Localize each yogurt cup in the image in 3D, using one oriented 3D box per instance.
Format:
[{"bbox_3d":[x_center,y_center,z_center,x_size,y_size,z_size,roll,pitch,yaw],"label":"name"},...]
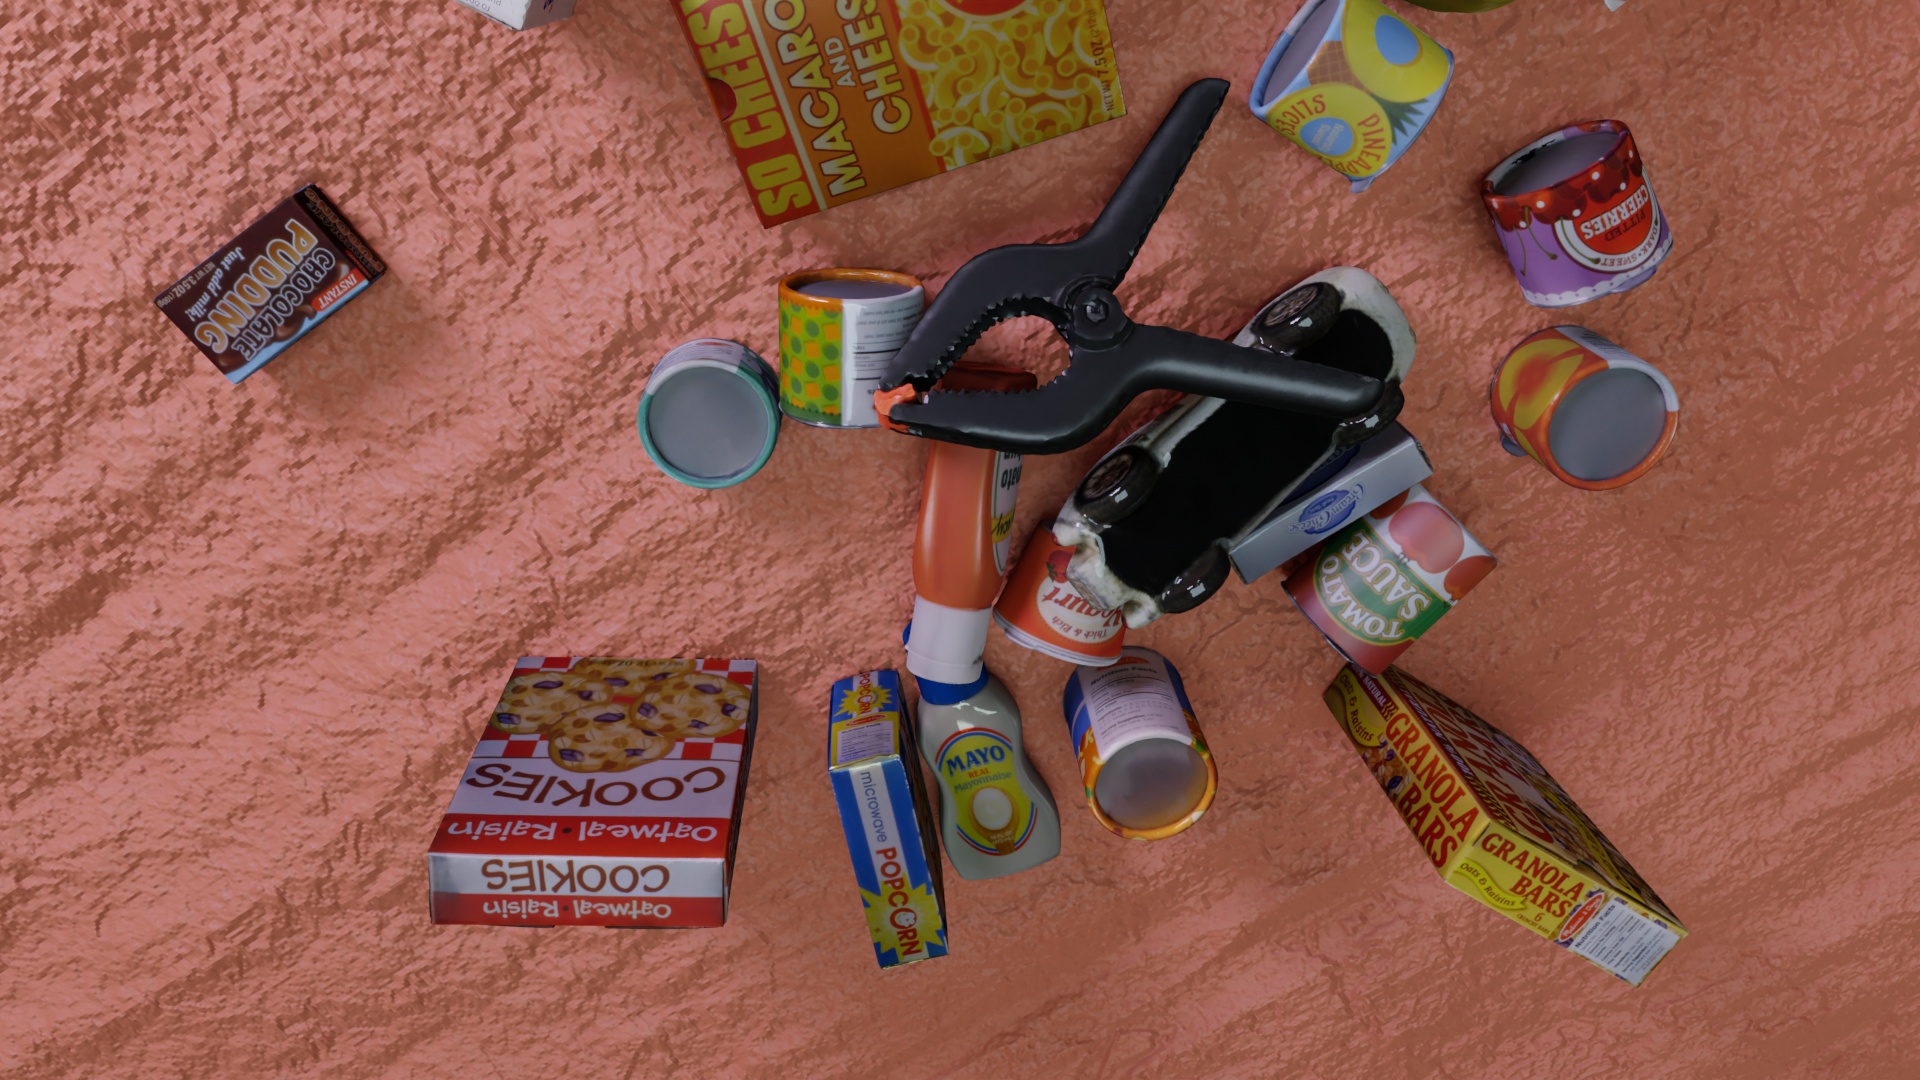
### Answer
[{"bbox_3d":[0.056,0.024,0.686,0.072,0.072,0.053,17,104,-11],"label":"yogurt cup"}]

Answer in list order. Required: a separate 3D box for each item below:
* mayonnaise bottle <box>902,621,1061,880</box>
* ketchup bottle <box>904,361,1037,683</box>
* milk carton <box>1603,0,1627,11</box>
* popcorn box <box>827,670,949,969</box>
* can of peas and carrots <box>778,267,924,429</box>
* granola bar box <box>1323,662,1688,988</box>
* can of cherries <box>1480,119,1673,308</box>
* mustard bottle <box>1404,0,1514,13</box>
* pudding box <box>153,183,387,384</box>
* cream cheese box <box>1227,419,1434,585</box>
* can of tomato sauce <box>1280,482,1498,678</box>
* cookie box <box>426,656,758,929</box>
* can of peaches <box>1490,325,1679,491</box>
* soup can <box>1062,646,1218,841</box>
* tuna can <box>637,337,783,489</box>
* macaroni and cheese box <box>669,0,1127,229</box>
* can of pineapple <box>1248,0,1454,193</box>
[{"bbox_3d":[0.007,0.107,0.730,0.065,0.041,0.147,-16,113,3],"label":"mayonnaise bottle"},{"bbox_3d":[0.002,-0.008,0.654,0.043,0.065,0.148,12,102,14],"label":"ketchup bottle"},{"bbox_3d":[0.244,-0.310,0.546,0.072,0.074,0.190,-36,111,12],"label":"milk carton"},{"bbox_3d":[-0.037,0.143,0.719,0.038,0.085,0.126,-11,114,0],"label":"popcorn box"},{"bbox_3d":[-0.051,-0.089,0.629,0.071,0.071,0.058,0,113,-4],"label":"can of peas and carrots"},{"bbox_3d":[0.263,0.131,0.690,0.124,0.166,0.039,30,107,-16],"label":"granola bar box"},{"bbox_3d":[0.277,-0.146,0.621,0.071,0.072,0.058,-29,112,9],"label":"can of cherries"},{"bbox_3d":[0.193,-0.232,0.530,0.065,0.161,0.048,24,109,-15],"label":"mustard bottle"},{"bbox_3d":[-0.306,-0.114,0.619,0.083,0.030,0.049,-32,113,10],"label":"pudding box"},{"bbox_3d":[0.172,-0.024,0.677,0.103,0.053,0.024,-32,115,10],"label":"cream cheese box"},{"bbox_3d":[0.212,0.016,0.689,0.071,0.071,0.083,39,106,-18],"label":"can of tomato sauce"},{"bbox_3d":[-0.163,0.113,0.652,0.123,0.168,0.040,2,115,-4],"label":"cookie box"},{"bbox_3d":[0.297,-0.062,0.667,0.071,0.058,0.071,-2,113,-4],"label":"can of peaches"},{"bbox_3d":[0.091,0.105,0.712,0.071,0.084,0.071,-2,114,-3],"label":"soup can"},{"bbox_3d":[-0.117,-0.057,0.655,0.071,0.033,0.070,-1,113,-3],"label":"tuna can"},{"bbox_3d":[-0.026,-0.213,0.573,0.166,0.040,0.123,-17,128,4],"label":"macaroni and cheese box"},{"bbox_3d":[0.165,-0.195,0.594,0.058,0.071,0.070,28,109,-14],"label":"can of pineapple"}]
